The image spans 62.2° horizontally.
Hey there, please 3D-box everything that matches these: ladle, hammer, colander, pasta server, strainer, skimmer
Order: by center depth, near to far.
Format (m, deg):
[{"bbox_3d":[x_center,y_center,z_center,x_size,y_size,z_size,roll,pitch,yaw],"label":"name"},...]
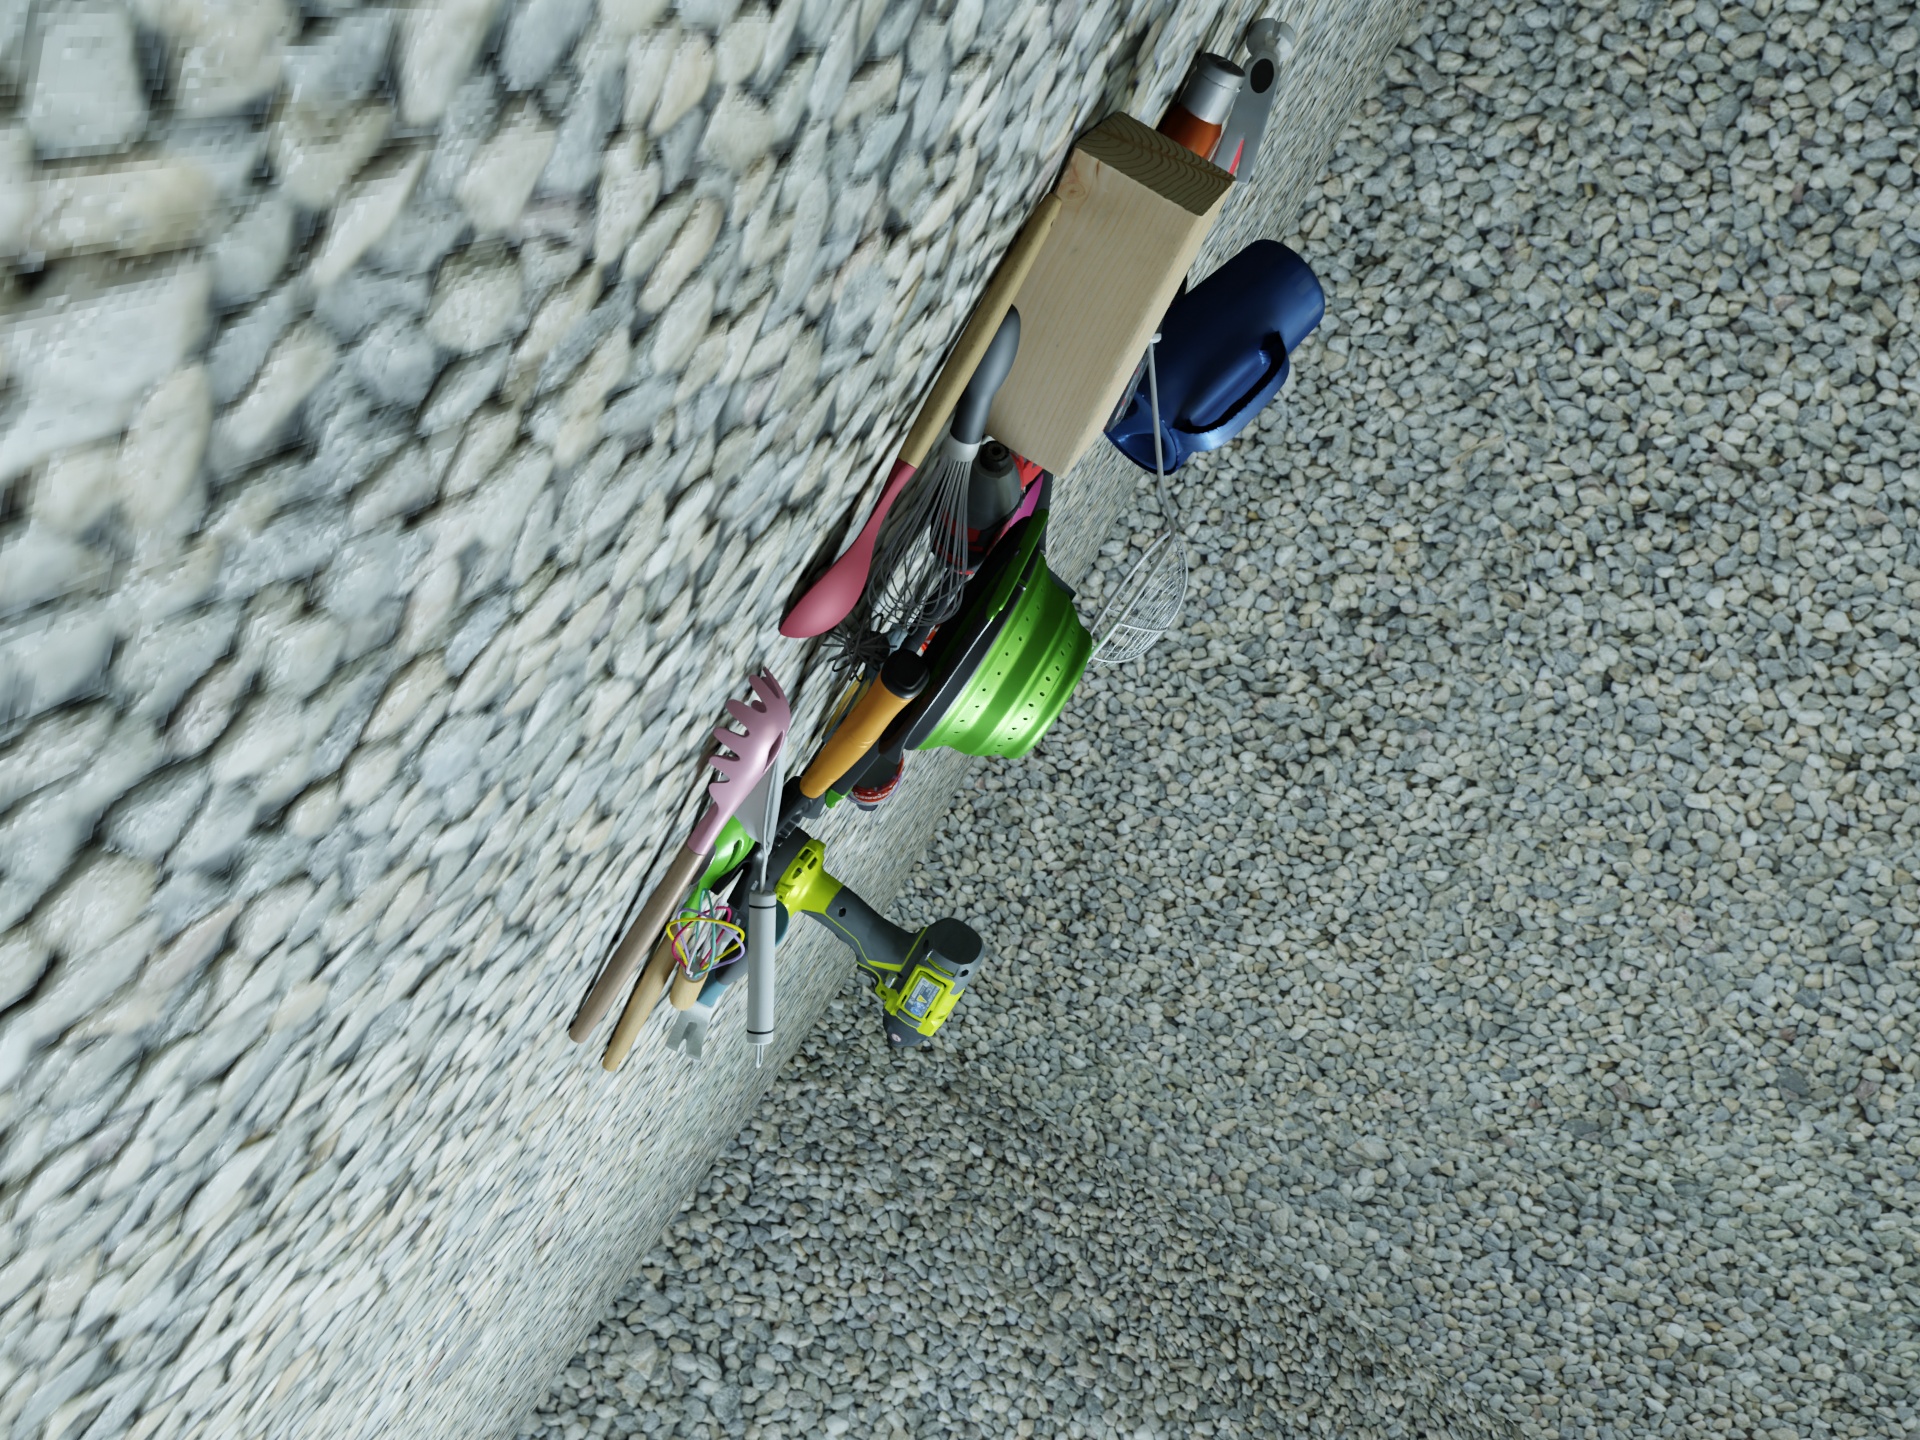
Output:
[{"bbox_3d":[-0.021,-0.182,0.979,0.315,0.031,0.069,-60,175,6],"label":"ladle"},{"bbox_3d":[-0.192,0.099,1.050,0.316,0.040,0.060,-55,177,24],"label":"pasta server"},{"bbox_3d":[-0.141,0.118,1.119,0.087,0.050,0.258,-88,180,-85],"label":"strainer"},{"bbox_3d":[-0.103,0.039,1.181,0.127,0.034,0.336,-55,-175,-33],"label":"hammer"},{"bbox_3d":[0.116,-0.221,1.188,0.127,0.090,0.363,-80,165,-80],"label":"skimmer"},{"bbox_3d":[-0.002,-0.004,1.225,0.397,0.094,0.205,-47,-167,54],"label":"colander"},{"bbox_3d":[-0.188,0.200,1.302,0.128,0.033,0.331,-69,-171,-24],"label":"hammer"},{"bbox_3d":[-0.053,-0.056,1.427,0.335,0.035,0.146,-57,176,-8],"label":"hammer"},{"bbox_3d":[0.222,-0.463,1.454,0.386,0.038,0.143,110,-3,-78],"label":"hammer"}]

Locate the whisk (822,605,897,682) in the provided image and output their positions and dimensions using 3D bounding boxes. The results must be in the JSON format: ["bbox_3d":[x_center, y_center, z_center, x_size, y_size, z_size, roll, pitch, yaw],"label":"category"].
[{"bbox_3d":[-0.071,-0.057,1.191,0.055,0.055,0.239,-58,180,2],"label":"whisk"}]

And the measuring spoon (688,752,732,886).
[{"bbox_3d":[-0.176,0.066,1.093,0.034,0.018,0.124,-49,164,-50],"label":"measuring spoon"}]

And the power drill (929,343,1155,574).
[{"bbox_3d":[0.058,-0.224,1.246,0.220,0.078,0.143,-53,173,-25],"label":"power drill"}]

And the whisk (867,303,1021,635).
[{"bbox_3d":[-0.008,-0.165,1.087,0.070,0.070,0.284,-53,169,-44],"label":"whisk"}]

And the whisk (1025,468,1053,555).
[{"bbox_3d":[0.064,-0.133,1.437,0.073,0.073,0.296,96,-1,-80],"label":"whisk"}]

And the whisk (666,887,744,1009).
[{"bbox_3d":[-0.197,0.175,1.163,0.047,0.051,0.245,-18,164,-21],"label":"whisk"}]

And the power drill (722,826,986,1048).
[{"bbox_3d":[-0.103,0.208,1.474,0.080,0.223,0.171,-52,173,-47],"label":"power drill"}]

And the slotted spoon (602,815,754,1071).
[{"bbox_3d":[-0.220,0.171,1.228,0.313,0.031,0.070,-59,171,32],"label":"slotted spoon"}]

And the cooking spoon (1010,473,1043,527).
[{"bbox_3d":[0.007,-0.098,1.456,0.318,0.017,0.069,-60,177,40],"label":"cooking spoon"}]
